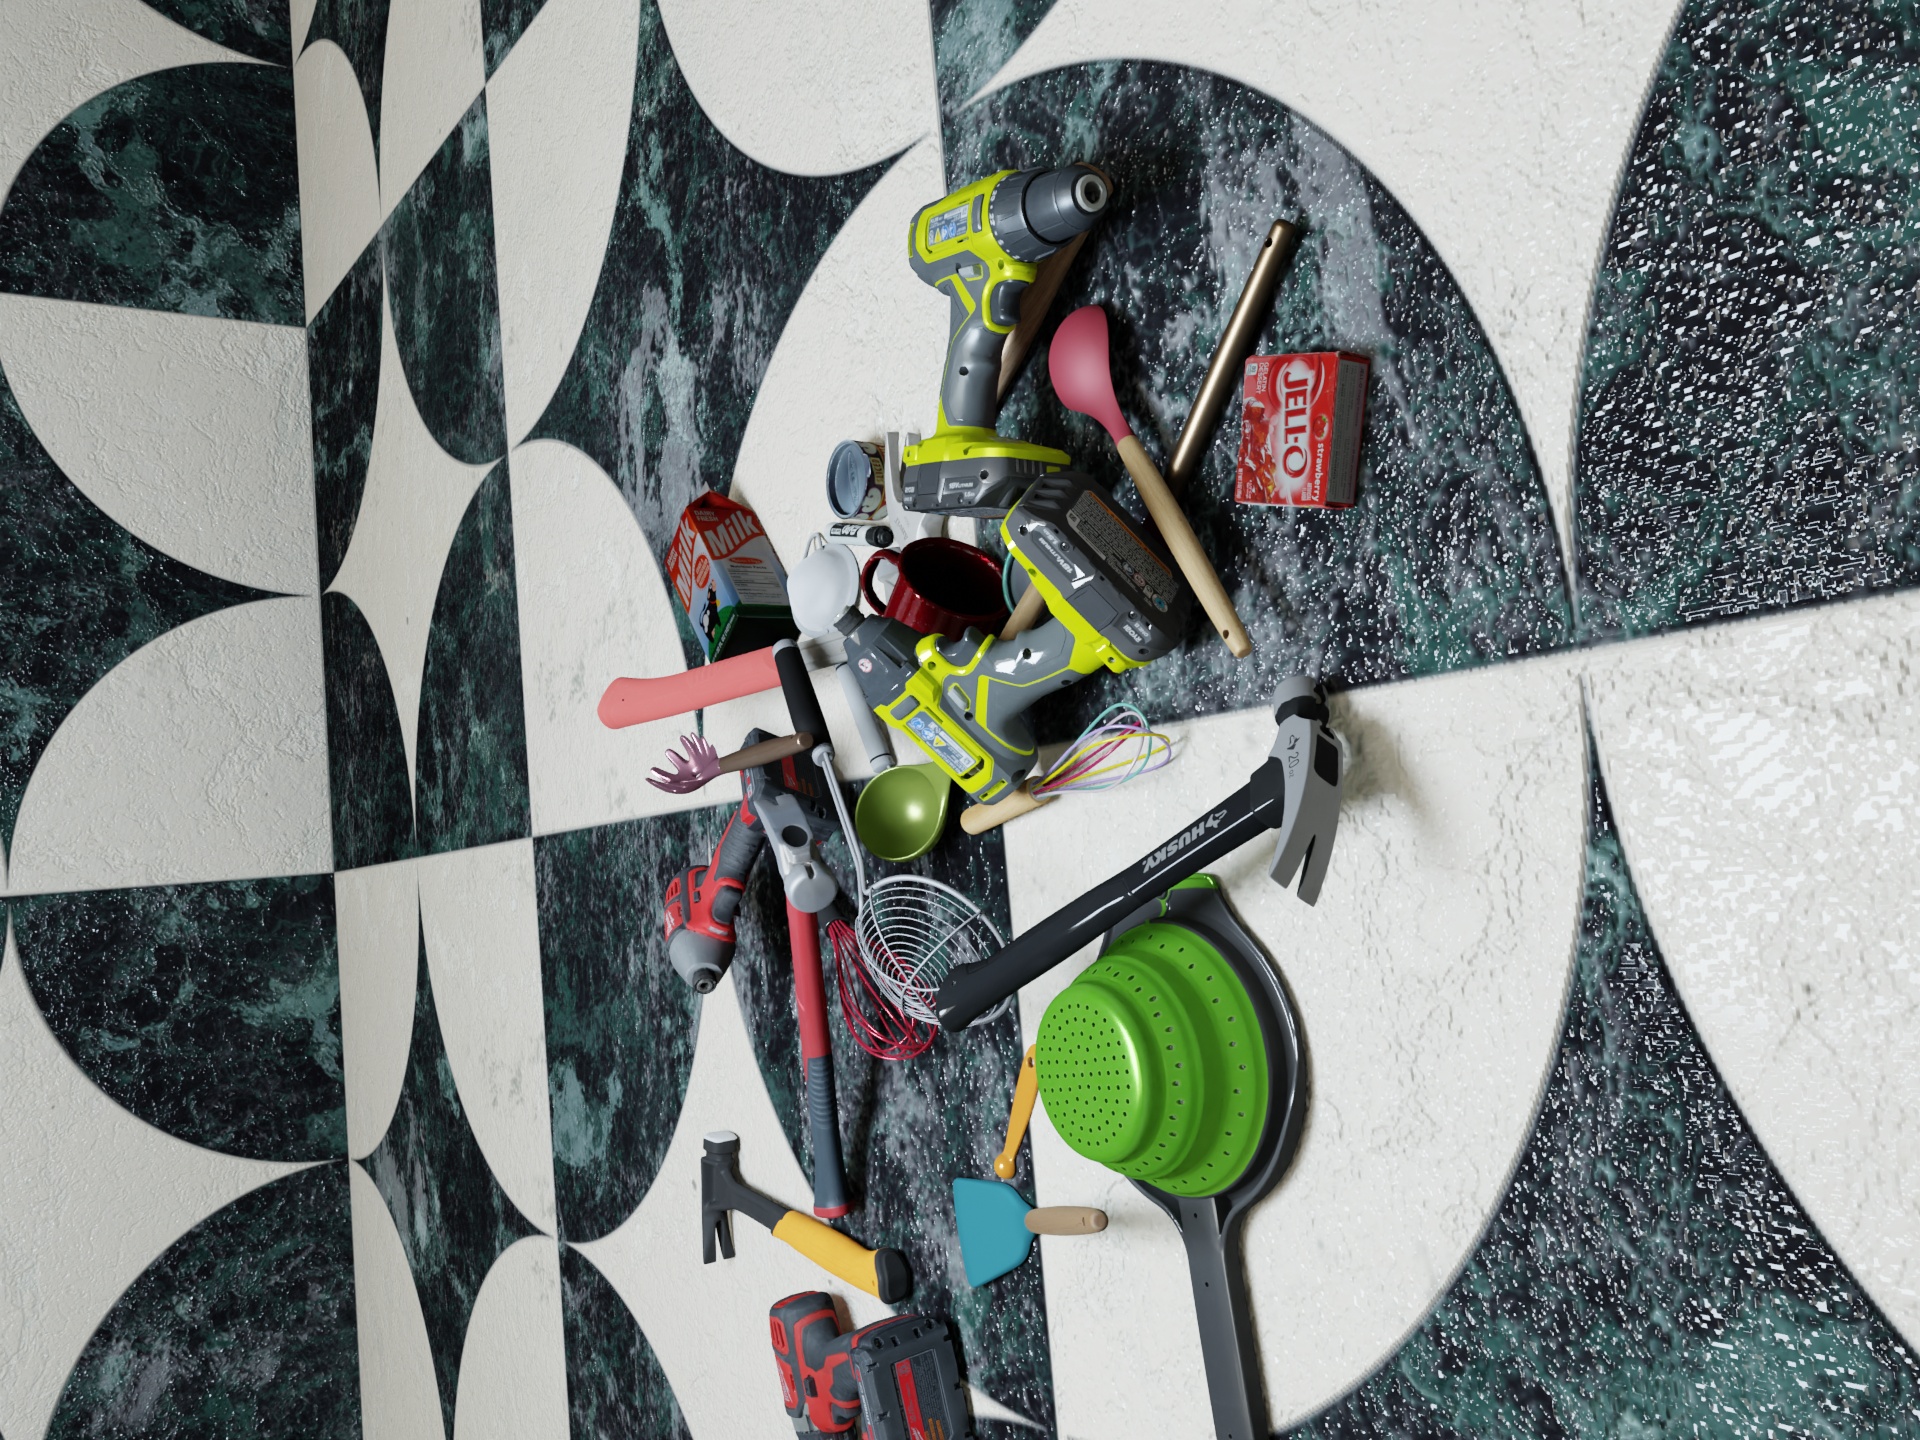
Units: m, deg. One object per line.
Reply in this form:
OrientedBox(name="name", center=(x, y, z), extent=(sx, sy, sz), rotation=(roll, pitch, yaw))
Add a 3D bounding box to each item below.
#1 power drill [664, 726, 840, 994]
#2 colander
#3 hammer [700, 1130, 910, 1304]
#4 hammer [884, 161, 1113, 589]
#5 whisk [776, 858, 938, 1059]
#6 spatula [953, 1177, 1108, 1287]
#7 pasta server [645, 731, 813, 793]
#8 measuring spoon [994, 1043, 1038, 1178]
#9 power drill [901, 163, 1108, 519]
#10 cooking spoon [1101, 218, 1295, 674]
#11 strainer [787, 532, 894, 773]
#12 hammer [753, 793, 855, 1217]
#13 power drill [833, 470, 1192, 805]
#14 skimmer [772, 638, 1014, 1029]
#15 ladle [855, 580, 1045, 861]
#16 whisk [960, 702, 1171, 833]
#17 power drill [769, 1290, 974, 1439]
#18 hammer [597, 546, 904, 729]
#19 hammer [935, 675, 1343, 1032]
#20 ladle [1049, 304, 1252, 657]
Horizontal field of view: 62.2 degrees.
OrientedBox(name="power drill", center=(-0.193, 0.129, 1.393), extent=(0.219, 0.078, 0.143), rotation=(-57, 26, 22))
OrientedBox(name="colander", center=(0.125, 0.298, 0.998), extent=(0.204, 0.094, 0.397), rotation=(-21, 74, 53))
OrientedBox(name="hammer", center=(-0.149, 0.471, 1.443), extent=(0.337, 0.034, 0.127), rotation=(0, 91, 55))
OrientedBox(name="hammer", center=(0.023, -0.259, 1.179), extent=(0.130, 0.031, 0.331), rotation=(59, 135, 34))
OrientedBox(name="whisk", center=(-0.096, 0.186, 1.342), extent=(0.296, 0.073, 0.073), rotation=(49, 129, 49))
OrientedBox(name="spatula", center=(0.047, 0.351, 1.104), extent=(0.317, 0.044, 0.082), rotation=(119, 143, -69))
OrientedBox(name="pasta server", center=(-0.194, 0.029, 1.335), extent=(0.060, 0.040, 0.316), rotation=(-53, 17, -23))
OrientedBox(name="measuring spoon", center=(0.042, 0.292, 1.187), extent=(0.021, 0.011, 0.117), rotation=(35, 119, 48))
OrientedBox(name="power drill", center=(0.029, -0.255, 1.076), extent=(0.191, 0.080, 0.228), rotation=(8, 96, 58))
OrientedBox(name="cooking spoon", center=(0.143, -0.168, 1.023), extent=(0.069, 0.017, 0.318), rotation=(51, 131, 41))
OrientedBox(name="strainer", center=(-0.102, -0.056, 1.358), extent=(0.087, 0.050, 0.259), rotation=(-36, 64, 33))
OrientedBox(name="hammer", center=(-0.123, 0.250, 1.311), extent=(0.143, 0.038, 0.386), rotation=(-126, 29, -57))
OrientedBox(name="power drill", center=(0.028, -0.057, 1.057), extent=(0.171, 0.080, 0.223), rotation=(44, 129, -9))
OrientedBox(name="skimmer", center=(-0.061, 0.071, 1.209), extent=(0.127, 0.090, 0.364), rotation=(113, 145, -41))
OrientedBox(name="ladle", center=(-0.002, -0.004, 1.171), extent=(0.078, 0.062, 0.320), rotation=(60, 142, 28))
OrientedBox(name="whisk", center=(0.064, 0.042, 1.119), extent=(0.245, 0.047, 0.051), rotation=(-31, 88, 55))
OrientedBox(name="power drill", center=(-0.081, 0.576, 1.317), extent=(0.226, 0.080, 0.188), rotation=(-26, 75, 56))
OrientedBox(name="hammer", center=(-0.174, -0.032, 1.362), extent=(0.359, 0.036, 0.149), rotation=(-14, 80, 33))
OrientedBox(name="hammer", center=(0.098, 0.111, 0.972), extent=(0.334, 0.035, 0.146), rotation=(-39, 27, 35))
OrientedBox(name="ladle", center=(0.118, -0.160, 1.025), extent=(0.069, 0.031, 0.316), rotation=(-59, 41, 41))
